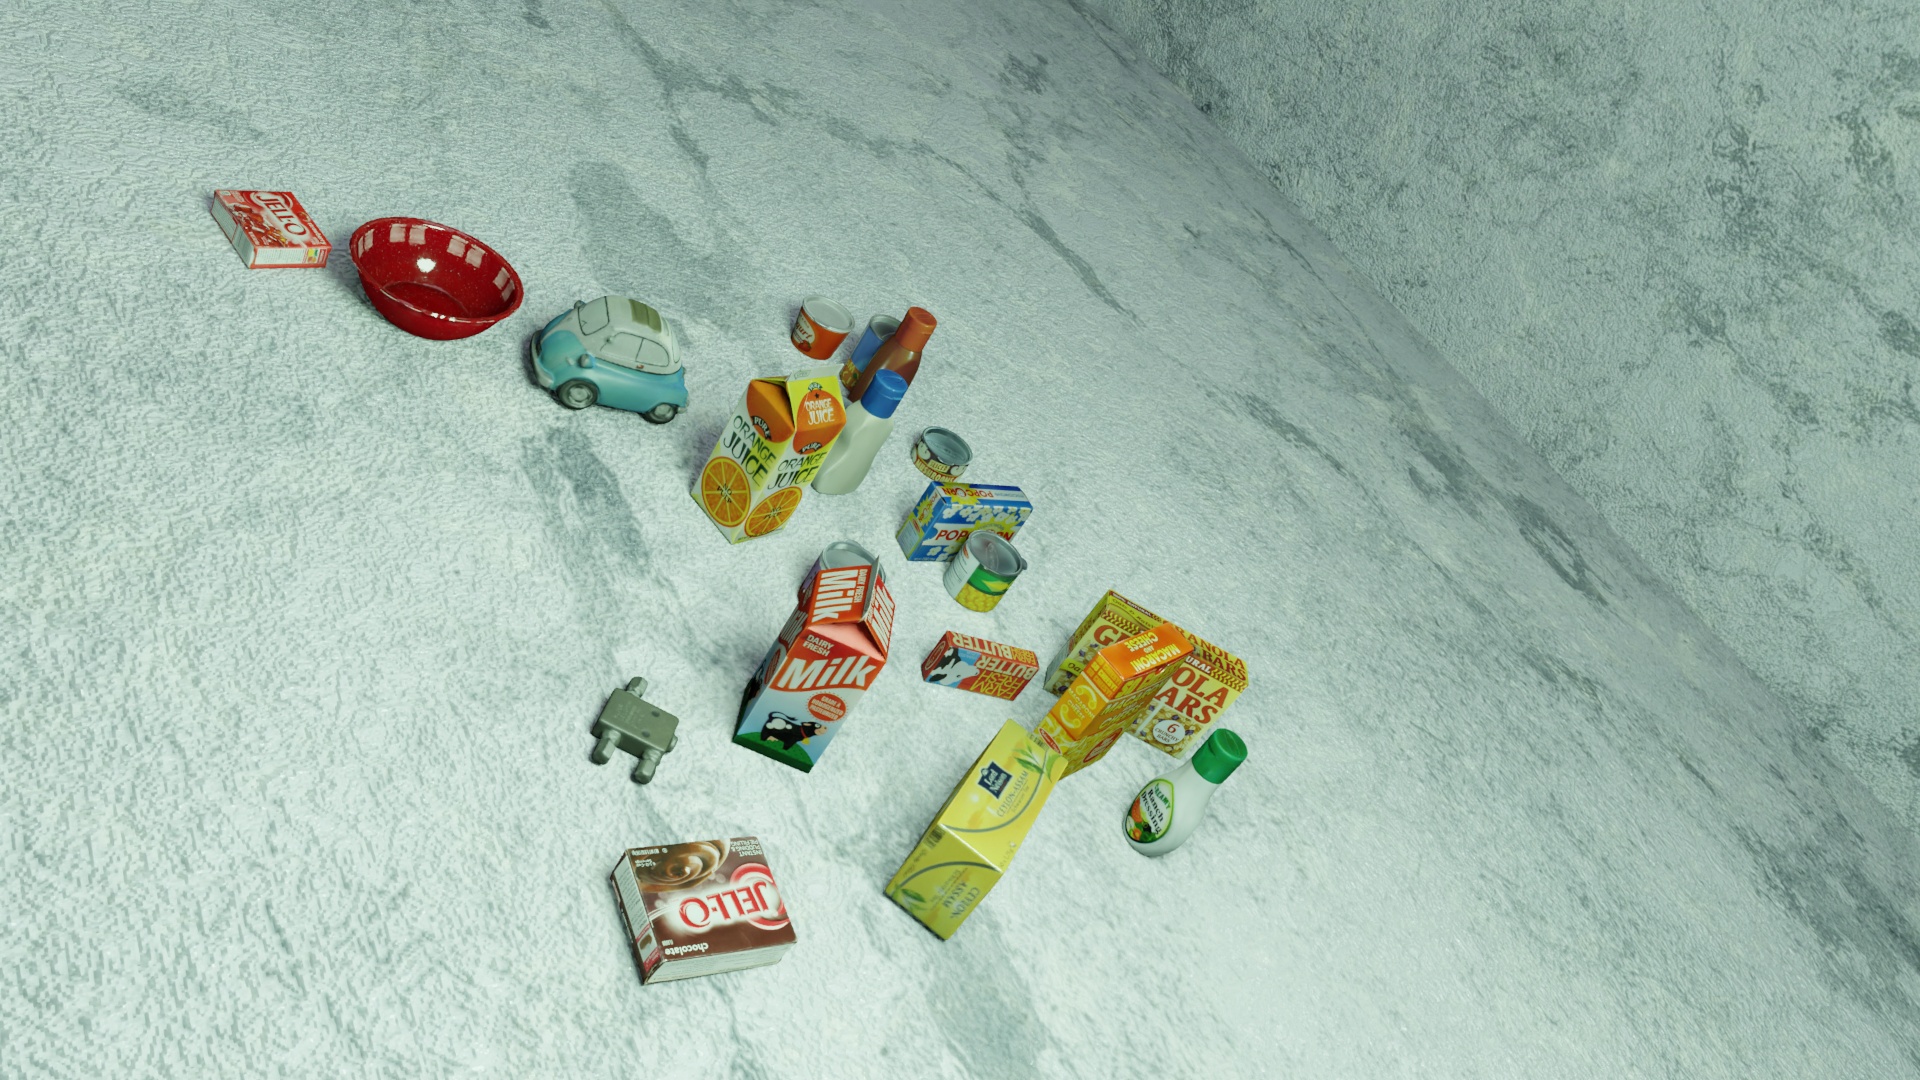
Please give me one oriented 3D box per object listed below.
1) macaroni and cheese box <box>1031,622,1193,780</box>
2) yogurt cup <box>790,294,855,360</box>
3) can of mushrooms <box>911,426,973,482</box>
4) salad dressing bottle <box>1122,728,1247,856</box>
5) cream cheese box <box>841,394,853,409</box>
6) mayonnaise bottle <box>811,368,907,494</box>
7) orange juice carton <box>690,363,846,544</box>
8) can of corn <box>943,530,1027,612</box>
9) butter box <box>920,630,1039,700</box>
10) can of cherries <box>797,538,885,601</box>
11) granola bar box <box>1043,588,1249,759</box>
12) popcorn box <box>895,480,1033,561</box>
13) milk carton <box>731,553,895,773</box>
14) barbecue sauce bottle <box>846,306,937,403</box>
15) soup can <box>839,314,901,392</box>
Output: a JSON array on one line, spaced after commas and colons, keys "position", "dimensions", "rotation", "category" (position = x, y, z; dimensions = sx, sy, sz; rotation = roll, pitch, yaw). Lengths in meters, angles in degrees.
[{"position": [0.130, 0.156, 1.286], "dimensions": [0.124, 0.165, 0.040], "rotation": [-14, 56, -50], "category": "macaroni and cheese box"}, {"position": [-0.167, -0.252, 1.655], "dimensions": [0.072, 0.053, 0.073], "rotation": [23, 34, -17], "category": "yogurt cup"}, {"position": [-0.022, -0.097, 1.602], "dimensions": [0.071, 0.033, 0.071], "rotation": [23, 34, -17], "category": "can of mushrooms"}, {"position": [0.206, 0.230, 1.274], "dimensions": [0.044, 0.147, 0.064], "rotation": [13, 38, -30], "category": "salad dressing bottle"}, {"position": [-0.151, -0.115, 1.492], "dimensions": [0.024, 0.053, 0.104], "rotation": [35, 32, 1], "category": "cream cheese box"}, {"position": [-0.104, -0.112, 1.442], "dimensions": [0.065, 0.147, 0.041], "rotation": [-6, 50, -46], "category": "mayonnaise bottle"}, {"position": [-0.174, -0.092, 1.313], "dimensions": [0.073, 0.191, 0.072], "rotation": [48, 35, 20], "category": "orange juice carton"}, {"position": [0.025, 0.033, 1.452], "dimensions": [0.071, 0.058, 0.071], "rotation": [23, 34, -17], "category": "can of corn"}, {"position": [0.019, 0.121, 1.337], "dimensions": [0.103, 0.053, 0.024], "rotation": [16, 37, -27], "category": "butter box"}, {"position": [-0.113, 0.042, 1.318], "dimensions": [0.071, 0.058, 0.072], "rotation": [23, 34, -17], "category": "can of cherries"}, {"position": [0.186, 0.136, 1.401], "dimensions": [0.165, 0.123, 0.039], "rotation": [28, 33, -10], "category": "granola bar box"}, {"position": [0.005, -0.019, 1.476], "dimensions": [0.127, 0.084, 0.038], "rotation": [2, 45, -40], "category": "popcorn box"}, {"position": [-0.111, 0.096, 1.127], "dimensions": [0.073, 0.189, 0.073], "rotation": [25, 33, -14], "category": "milk carton"}, {"position": [-0.076, -0.197, 1.577], "dimensions": [0.065, 0.147, 0.044], "rotation": [-9, 53, -48], "category": "barbecue sauce bottle"}, {"position": [-0.094, -0.212, 1.641], "dimensions": [0.071, 0.083, 0.072], "rotation": [23, 34, -17], "category": "soup can"}]
